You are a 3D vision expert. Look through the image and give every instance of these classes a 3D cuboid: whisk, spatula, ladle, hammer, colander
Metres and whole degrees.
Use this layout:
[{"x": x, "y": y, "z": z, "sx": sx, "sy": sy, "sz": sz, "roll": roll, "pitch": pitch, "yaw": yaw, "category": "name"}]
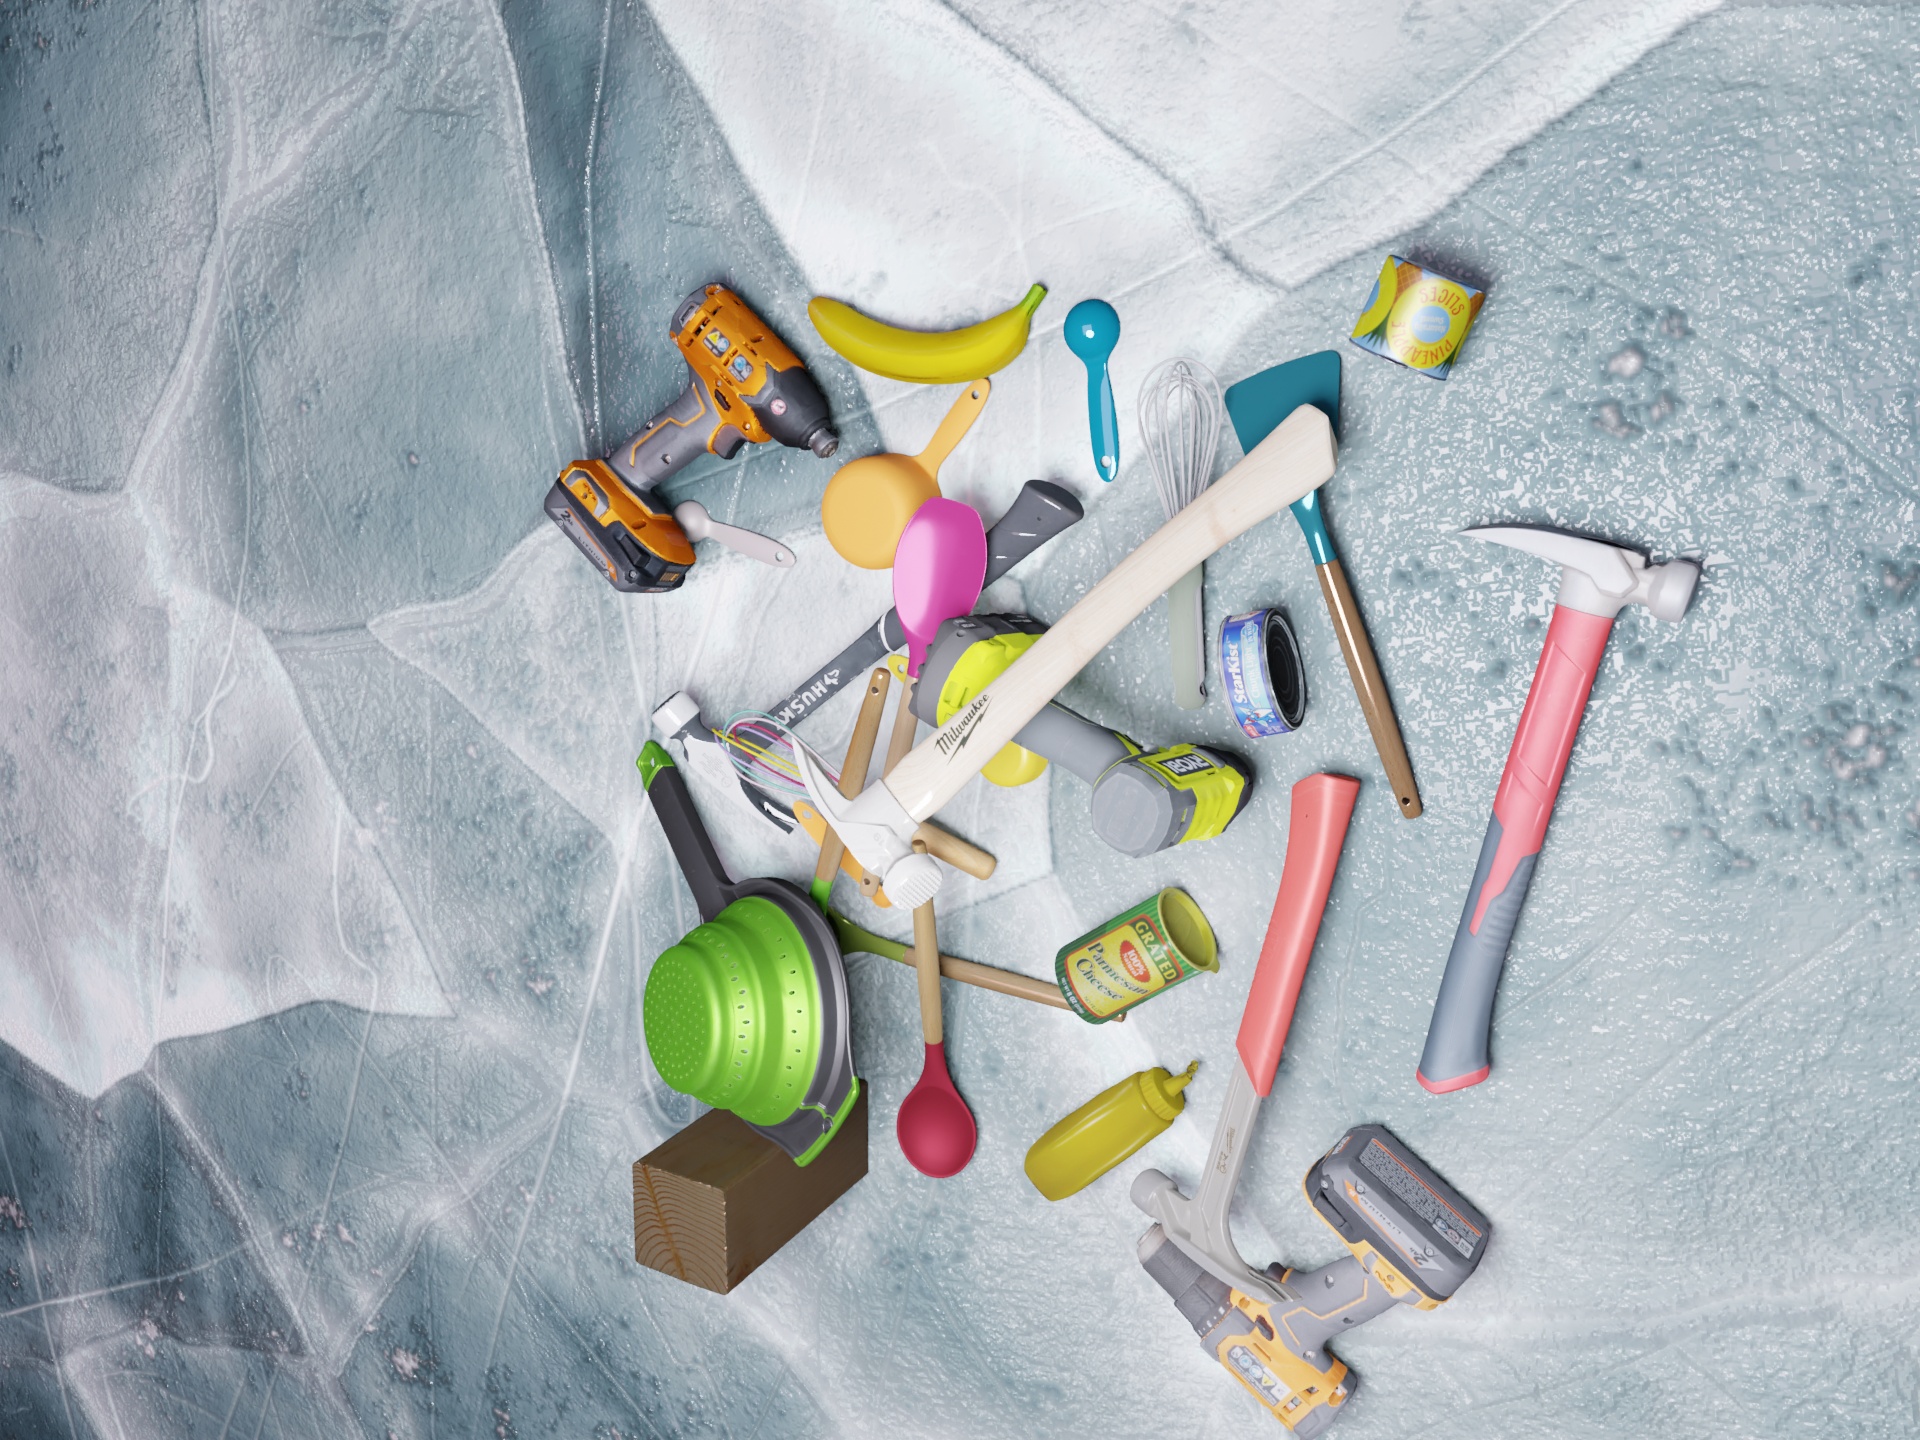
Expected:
[{"x": 0.155, "y": -0.126, "z": 1.101, "sx": 0.059, "sy": 0.058, "sz": 0.246, "roll": 1, "pitch": 106, "yaw": 20, "category": "whisk"}, {"x": 0.258, "y": -0.085, "z": 1.068, "sx": 0.082, "sy": 0.044, "sz": 0.317, "roll": -16, "pitch": 98, "yaw": 29, "category": "spatula"}, {"x": -0.024, "y": 0.200, "z": 1.266, "sx": 0.320, "sy": 0.062, "sz": 0.078, "roll": 12, "pitch": 121, "yaw": 23, "category": "ladle"}, {"x": 0.349, "y": 0.066, "z": 1.043, "sx": 0.143, "sy": 0.038, "sz": 0.386, "roll": 20, "pitch": 110, "yaw": 25, "category": "hammer"}, {"x": -0.024, "y": 0.230, "z": 1.250, "sx": 0.069, "sy": 0.031, "sz": 0.315, "roll": 5, "pitch": 118, "yaw": 16, "category": "ladle"}, {"x": -0.083, "y": 0.060, "z": 1.242, "sx": 0.245, "sy": 0.051, "sz": 0.047, "roll": 27, "pitch": 153, "yaw": -1, "category": "whisk"}, {"x": 0.074, "y": -0.063, "z": 1.031, "sx": 0.410, "sy": 0.038, "sz": 0.146, "roll": -42, "pitch": 56, "yaw": 0, "category": "hammer"}, {"x": 0.219, "y": 0.212, "z": 1.103, "sx": 0.149, "sy": 0.036, "sz": 0.359, "roll": 25, "pitch": 103, "yaw": 49, "category": "hammer"}, {"x": -0.065, "y": -0.052, "z": 1.215, "sx": 0.409, "sy": 0.036, "sz": 0.149, "roll": -35, "pitch": 100, "yaw": 31, "category": "hammer"}, {"x": -0.214, "y": 0.166, "z": 1.257, "sx": 0.204, "sy": 0.094, "sz": 0.398, "roll": -57, "pitch": 49, "yaw": 32, "category": "colander"}]

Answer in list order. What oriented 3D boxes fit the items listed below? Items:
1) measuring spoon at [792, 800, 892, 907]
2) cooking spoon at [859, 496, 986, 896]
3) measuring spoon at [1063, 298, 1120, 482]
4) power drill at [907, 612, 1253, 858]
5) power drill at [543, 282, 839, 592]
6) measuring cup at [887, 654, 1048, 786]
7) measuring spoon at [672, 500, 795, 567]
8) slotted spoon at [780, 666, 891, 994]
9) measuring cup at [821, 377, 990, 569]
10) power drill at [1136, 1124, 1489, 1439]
[{"x": -0.094, "y": 0.107, "z": 1.289, "sx": 0.021, "sy": 0.011, "sz": 0.117, "roll": -37, "pitch": 100, "yaw": 30, "category": "measuring spoon"}, {"x": -0.038, "y": -0.010, "z": 1.175, "sx": 0.069, "sy": 0.017, "sz": 0.318, "roll": 19, "pitch": 111, "yaw": 14, "category": "cooking spoon"}, {"x": 0.094, "y": -0.232, "z": 1.121, "sx": 0.042, "sy": 0.021, "sz": 0.128, "roll": -3, "pitch": 99, "yaw": 29, "category": "measuring spoon"}, {"x": 0.090, "y": 0.010, "z": 1.106, "sx": 0.223, "sy": 0.171, "sz": 0.080, "roll": 33, "pitch": 113, "yaw": 27, "category": "power drill"}, {"x": -0.205, "y": -0.205, "z": 1.247, "sx": 0.164, "sy": 0.084, "sz": 0.226, "roll": 46, "pitch": 107, "yaw": 12, "category": "power drill"}, {"x": -0.002, "y": -0.004, "z": 1.221, "sx": 0.157, "sy": 0.029, "sz": 0.062, "roll": 35, "pitch": 115, "yaw": 19, "category": "measuring cup"}, {"x": -0.188, "y": -0.148, "z": 1.295, "sx": 0.124, "sy": 0.018, "sz": 0.034, "roll": 22, "pitch": 111, "yaw": 23, "category": "measuring spoon"}, {"x": -0.100, "y": 0.098, "z": 1.219, "sx": 0.070, "sy": 0.031, "sz": 0.313, "roll": 22, "pitch": 116, "yaw": 9, "category": "slotted spoon"}, {"x": -0.039, "y": -0.186, "z": 1.186, "sx": 0.095, "sy": 0.052, "sz": 0.173, "roll": 46, "pitch": 120, "yaw": 12, "category": "measuring cup"}, {"x": 0.244, "y": 0.392, "z": 1.152, "sx": 0.185, "sy": 0.084, "sz": 0.226, "roll": 41, "pitch": 121, "yaw": 16, "category": "power drill"}]
